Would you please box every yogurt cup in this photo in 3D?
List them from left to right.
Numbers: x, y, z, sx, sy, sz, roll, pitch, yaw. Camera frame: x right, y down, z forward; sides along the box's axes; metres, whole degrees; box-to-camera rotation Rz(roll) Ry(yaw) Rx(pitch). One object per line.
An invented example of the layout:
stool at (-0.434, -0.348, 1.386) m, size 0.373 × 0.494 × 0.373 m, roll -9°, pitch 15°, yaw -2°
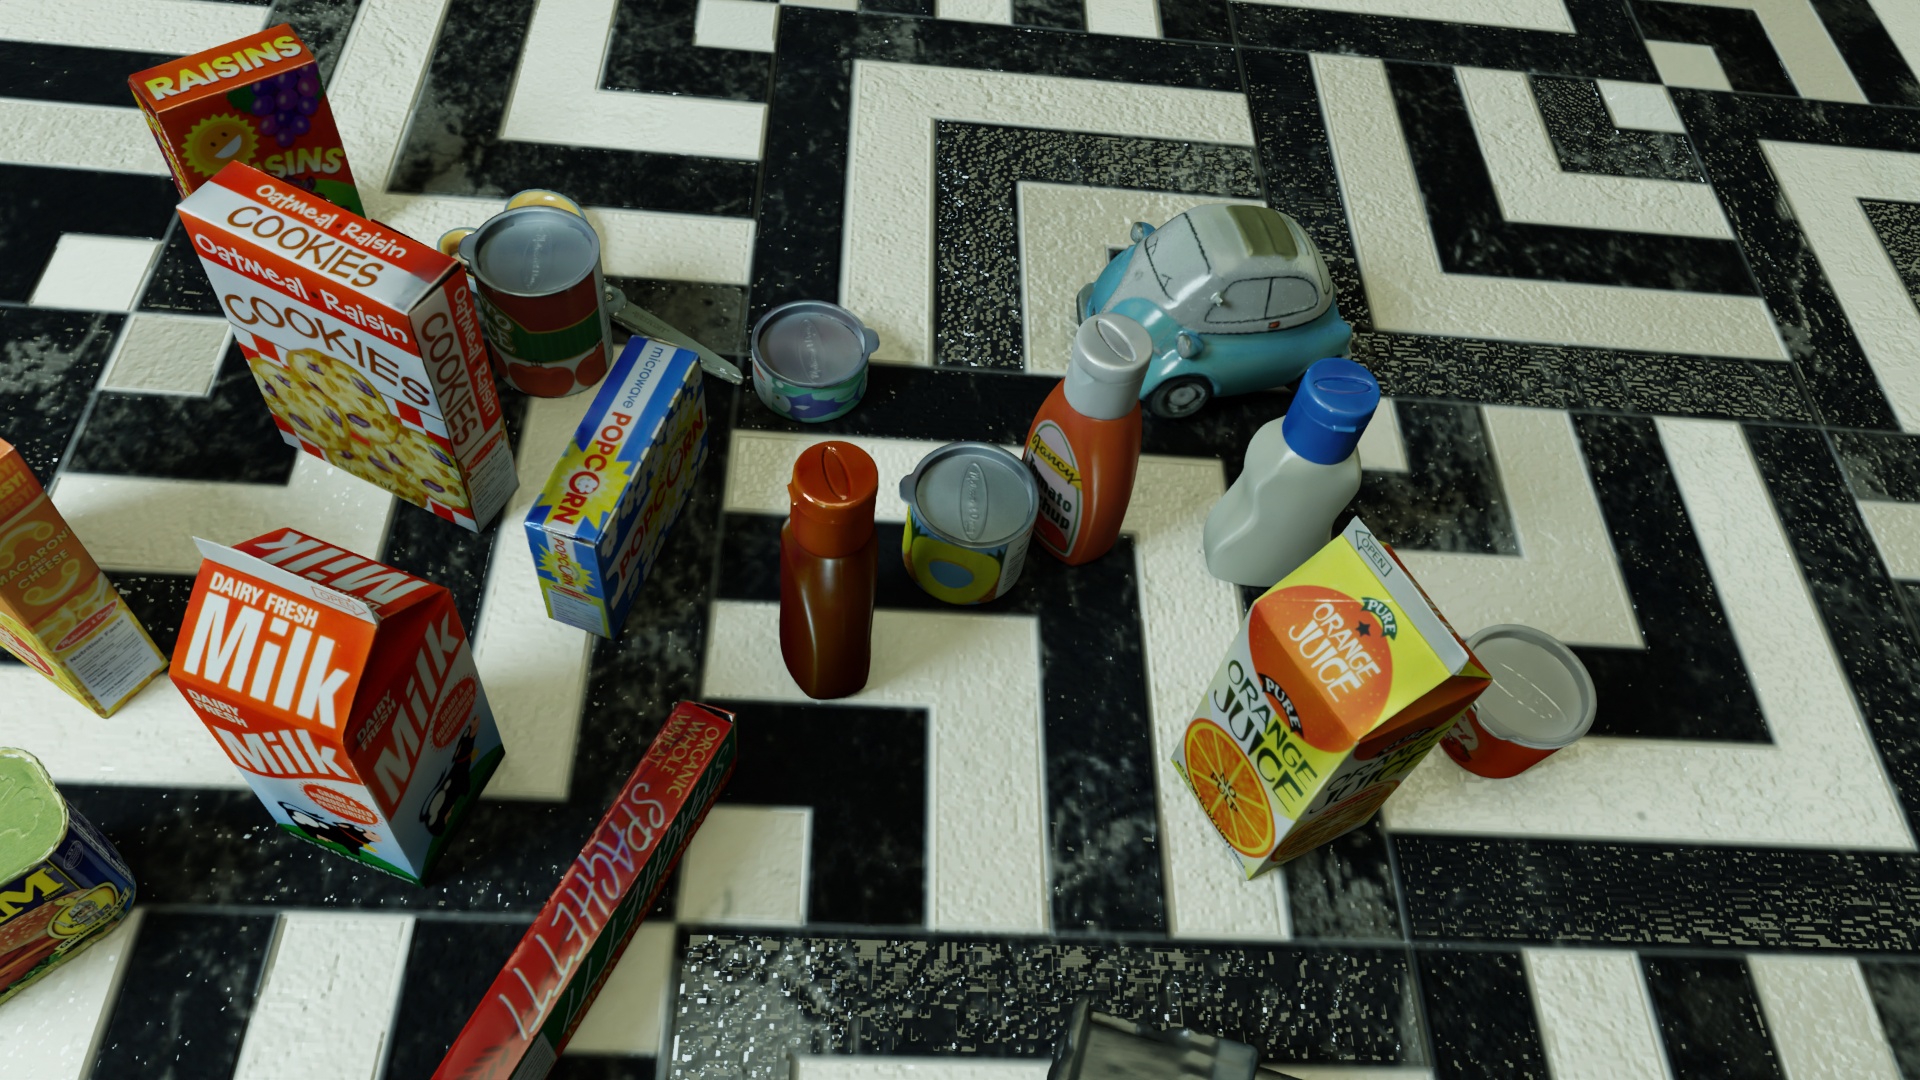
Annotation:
yogurt cup at (0.271, 0.083, 0.691) m, size 0.072 × 0.053 × 0.073 m, roll 4°, pitch 55°, yaw -5°

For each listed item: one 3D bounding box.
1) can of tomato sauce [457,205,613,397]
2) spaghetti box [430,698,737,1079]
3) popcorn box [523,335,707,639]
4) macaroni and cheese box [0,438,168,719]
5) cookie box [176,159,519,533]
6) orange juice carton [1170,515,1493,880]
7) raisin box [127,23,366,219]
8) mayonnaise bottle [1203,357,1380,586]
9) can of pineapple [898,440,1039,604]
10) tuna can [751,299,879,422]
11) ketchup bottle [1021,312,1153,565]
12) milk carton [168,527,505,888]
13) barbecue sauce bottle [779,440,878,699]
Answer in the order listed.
can of tomato sauce at (-0.227, -0.127, 0.751) m, size 0.071 × 0.082 × 0.071 m, roll 4°, pitch 55°, yaw -5°
spaghetti box at (-0.164, 0.176, 0.570) m, size 0.029 × 0.050 × 0.251 m, roll 23°, pitch 56°, yaw 9°
popcorn box at (-0.166, -0.027, 0.689) m, size 0.038 × 0.084 × 0.127 m, roll 16°, pitch 55°, yaw 4°
macaroni and cheese box at (-0.423, -0.005, 0.589) m, size 0.124 × 0.165 × 0.040 m, roll 30°, pitch 57°, yaw 13°
cookie box at (-0.285, -0.087, 0.664) m, size 0.123 × 0.166 × 0.040 m, roll 24°, pitch 56°, yaw 9°
orange juice carton at (0.160, 0.070, 0.600) m, size 0.073 × 0.191 × 0.072 m, roll -20°, pitch 61°, yaw -20°
raisin box at (-0.385, -0.209, 0.762) m, size 0.086 × 0.122 × 0.040 m, roll -31°, pitch 65°, yaw -25°
mayonnaise bottle at (0.169, -0.031, 0.698) m, size 0.065 × 0.147 × 0.041 m, roll 2°, pitch 56°, yaw -6°
can of pineapple at (0.003, -0.009, 0.716) m, size 0.071 × 0.057 × 0.071 m, roll 4°, pitch 55°, yaw -5°
tuna can at (-0.082, -0.101, 0.783) m, size 0.071 × 0.032 × 0.071 m, roll 4°, pitch 55°, yaw -5°
ketchup bottle at (0.064, -0.051, 0.698) m, size 0.044 × 0.148 × 0.065 m, roll -26°, pitch 63°, yaw -23°
milk carton at (-0.244, 0.062, 0.553) m, size 0.072 × 0.189 × 0.074 m, roll 19°, pitch 56°, yaw 6°
barbecue sauce bottle at (-0.060, 0.013, 0.637) m, size 0.044 × 0.147 × 0.065 m, roll -11°, pitch 58°, yaw -15°
